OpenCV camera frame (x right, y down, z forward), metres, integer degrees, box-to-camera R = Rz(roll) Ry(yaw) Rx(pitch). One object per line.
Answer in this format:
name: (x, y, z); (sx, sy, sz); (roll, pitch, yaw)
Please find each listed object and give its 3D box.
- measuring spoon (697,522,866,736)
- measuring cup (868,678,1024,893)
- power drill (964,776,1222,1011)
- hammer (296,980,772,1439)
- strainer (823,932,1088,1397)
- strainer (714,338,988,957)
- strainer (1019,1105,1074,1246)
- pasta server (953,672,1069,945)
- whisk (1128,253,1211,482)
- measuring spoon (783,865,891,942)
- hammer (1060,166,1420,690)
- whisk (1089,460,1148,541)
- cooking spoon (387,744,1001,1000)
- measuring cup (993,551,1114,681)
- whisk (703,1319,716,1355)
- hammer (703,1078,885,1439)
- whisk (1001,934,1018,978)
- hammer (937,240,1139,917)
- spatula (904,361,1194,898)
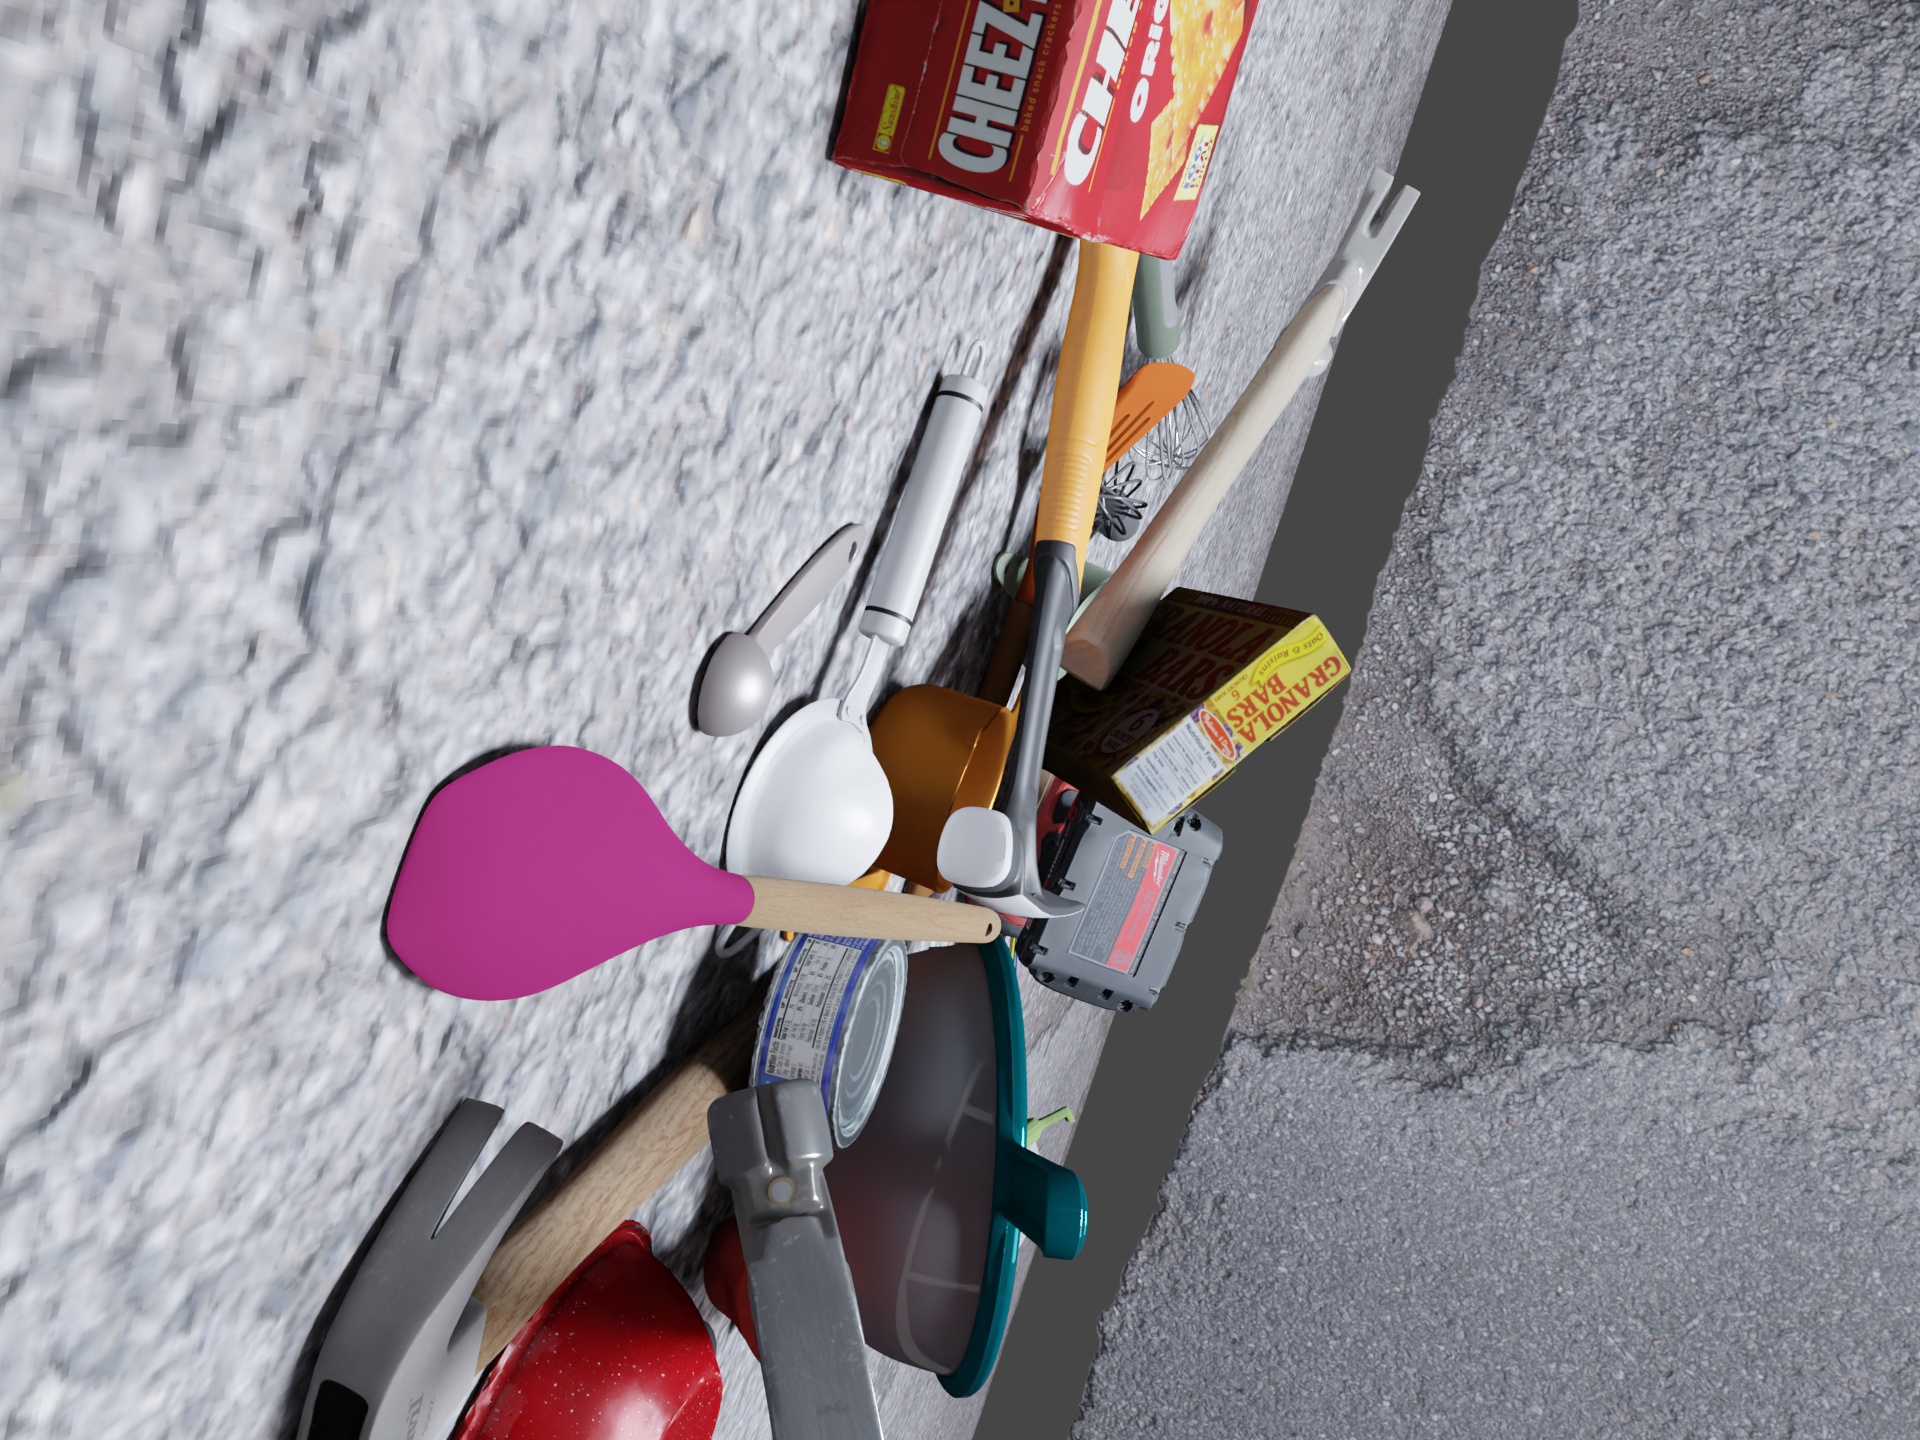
measuring spoon: (-0.053, -0.034, 0.538); (0.124, 0.018, 0.034); (-57, 161, -49)
measuring cup: (-0.001, -0.002, 0.733); (0.095, 0.052, 0.174); (93, 18, -50)
power drill: (0.075, 0.059, 0.939); (0.227, 0.080, 0.188); (-143, -105, -77)
hammer: (-0.107, 0.145, 0.547); (0.331, 0.031, 0.130); (-36, 144, -69)
strainer: (-0.026, 0.186, 0.672); (0.340, 0.095, 0.211); (132, -37, -77)
strainer: (-0.030, -0.028, 0.603); (0.086, 0.050, 0.258); (35, 71, -62)
strainer: (-0.031, 0.312, 0.915); (0.151, 0.069, 0.256); (-36, 169, 31)
pasta server: (0.020, 0.068, 0.895); (0.316, 0.040, 0.060); (-67, 168, 2)
whisk: (0.116, -0.215, 0.924); (0.246, 0.059, 0.058); (67, 41, -64)
measuring spoon: (-0.056, 0.080, 0.721); (0.117, 0.011, 0.021); (-21, 129, -69)
hammer: (0.158, -0.165, 0.900); (0.411, 0.038, 0.146); (-54, 172, -38)
whisk: (0.087, -0.126, 0.944); (0.239, 0.055, 0.055); (-11, 119, -81)
cooking spoon: (-0.057, 0.058, 0.503); (0.318, 0.017, 0.069); (20, 89, -63)
measuring cup: (0.044, -0.067, 0.885); (0.083, 0.038, 0.167); (-61, 150, 0)
whisk: (-0.160, 0.380, 0.634); (0.070, 0.070, 0.285); (89, 19, -57)
hammer: (-0.066, 0.216, 0.560); (0.359, 0.036, 0.149); (121, -42, -70)
whisk: (0.030, 0.144, 1.123); (0.047, 0.051, 0.245); (-163, -91, -82)
hammer: (0.048, -0.082, 0.701); (0.127, 0.034, 0.337); (42, 56, -67)
spatula: (0.034, -0.035, 0.818); (0.081, 0.041, 0.322); (-14, 128, -64)
